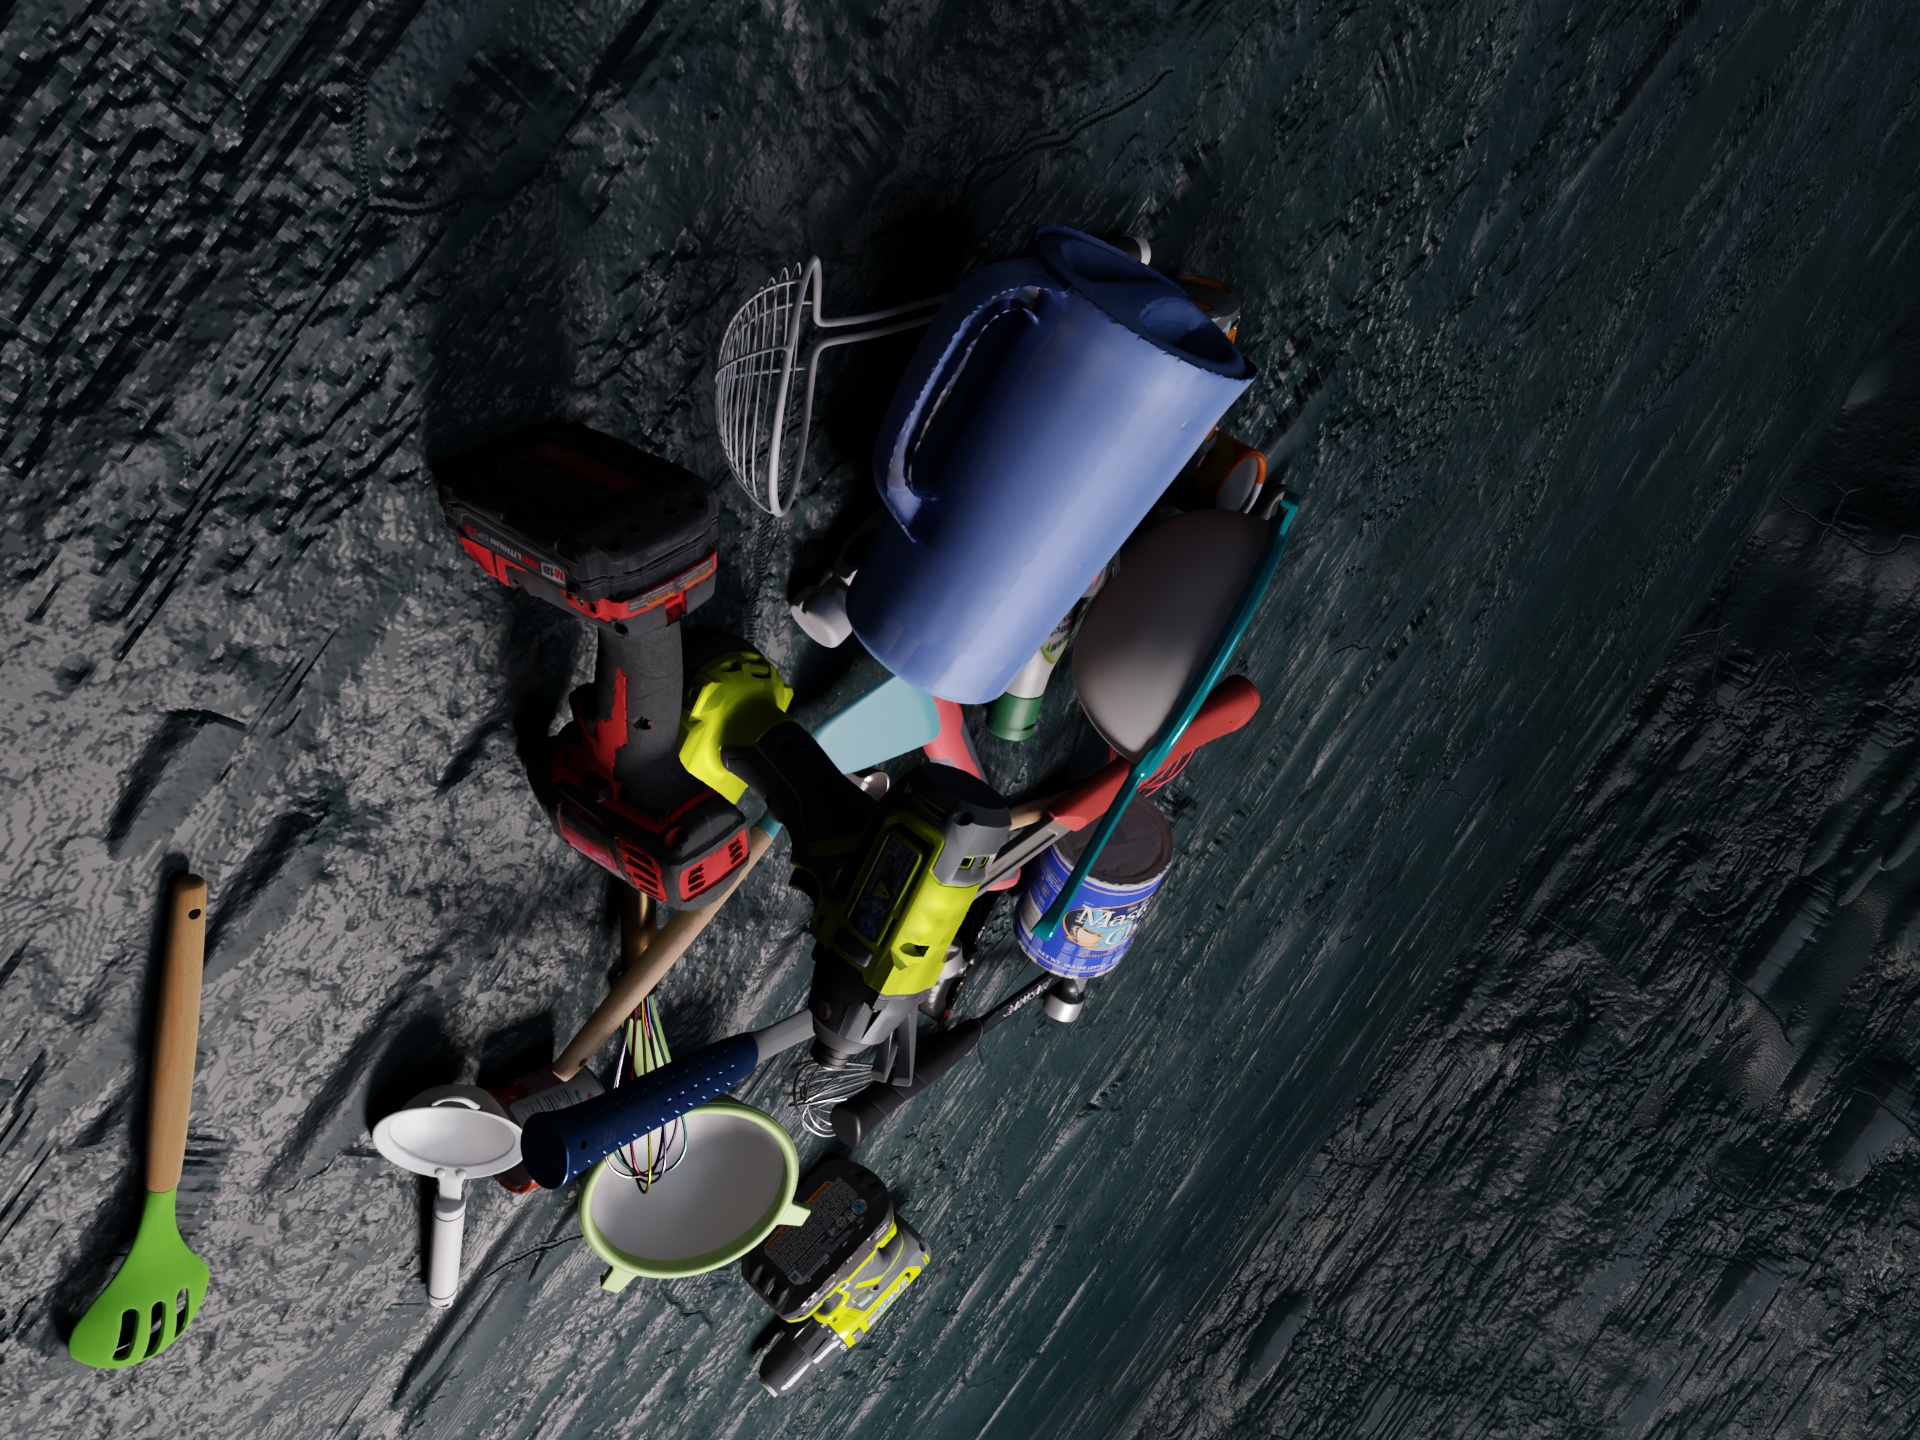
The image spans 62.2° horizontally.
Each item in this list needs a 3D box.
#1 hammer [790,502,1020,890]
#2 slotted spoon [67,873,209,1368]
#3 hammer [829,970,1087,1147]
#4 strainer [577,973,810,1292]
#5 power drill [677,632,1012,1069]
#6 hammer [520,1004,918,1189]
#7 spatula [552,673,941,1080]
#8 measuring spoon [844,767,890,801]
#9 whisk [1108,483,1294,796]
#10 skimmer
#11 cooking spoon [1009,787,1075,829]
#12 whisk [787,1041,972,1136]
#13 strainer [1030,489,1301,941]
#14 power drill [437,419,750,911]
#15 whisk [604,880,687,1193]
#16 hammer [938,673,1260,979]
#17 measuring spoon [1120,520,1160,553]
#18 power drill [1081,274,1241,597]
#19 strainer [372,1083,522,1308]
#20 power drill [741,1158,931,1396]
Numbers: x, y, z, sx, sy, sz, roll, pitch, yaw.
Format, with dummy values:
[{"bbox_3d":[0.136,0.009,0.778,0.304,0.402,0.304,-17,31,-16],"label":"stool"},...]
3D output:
[{"bbox_3d":[-0.002,-0.003,1.094,0.143,0.038,0.385,-46,146,-18],"label":"hammer"},{"bbox_3d":[-0.391,0.208,0.779,0.070,0.031,0.313,-13,129,-49],"label":"slotted spoon"},{"bbox_3d":[0.020,0.257,1.350,0.409,0.036,0.149,-22,137,-56],"label":"hammer"},{"bbox_3d":[-0.201,0.263,1.081,0.151,0.069,0.256,-17,119,-14],"label":"strainer"},{"bbox_3d":[-0.094,0.066,0.862,0.080,0.223,0.171,5,116,-56],"label":"power drill"},{"bbox_3d":[-0.131,0.218,1.033,0.405,0.035,0.144,-12,104,-62],"label":"hammer"},{"bbox_3d":[-0.128,0.092,0.958,0.317,0.044,0.082,-51,151,-20],"label":"spatula"},{"bbox_3d":[-0.090,0.033,1.052,0.034,0.018,0.124,-56,143,4],"label":"measuring spoon"},{"bbox_3d":[0.203,-0.065,1.327,0.296,0.073,0.073,-62,150,0],"label":"whisk"},{"bbox_3d":[0.007,-0.211,0.864,0.363,0.090,0.127,-28,140,-39],"label":"skimmer"},{"bbox_3d":[0.024,0.083,1.254,0.319,0.017,0.068,-14,132,-48],"label":"cooking spoon"},{"bbox_3d":[-0.060,0.292,1.323,0.058,0.059,0.246,-28,168,30],"label":"whisk"},{"bbox_3d":[0.107,-0.016,1.105,0.340,0.095,0.211,-60,178,-10],"label":"strainer"},{"bbox_3d":[-0.172,-0.021,0.762,0.078,0.143,0.219,-35,138,-38],"label":"power drill"},{"bbox_3d":[-0.195,0.186,0.977,0.047,0.051,0.244,-79,173,-69],"label":"whisk"},{"bbox_3d":[0.102,0.051,1.202,0.359,0.037,0.149,-32,141,-31],"label":"hammer"},{"bbox_3d":[0.124,-0.128,1.182,0.128,0.021,0.042,-4,123,-55],"label":"measuring spoon"},{"bbox_3d":[0.105,-0.173,1.028,0.226,0.084,0.164,-47,152,-42],"label":"power drill"},{"bbox_3d":[-0.309,0.285,0.959,0.087,0.050,0.258,8,129,-13],"label":"strainer"},{"bbox_3d":[-0.119,0.499,1.409,0.190,0.080,0.228,-42,150,-21],"label":"power drill"}]
